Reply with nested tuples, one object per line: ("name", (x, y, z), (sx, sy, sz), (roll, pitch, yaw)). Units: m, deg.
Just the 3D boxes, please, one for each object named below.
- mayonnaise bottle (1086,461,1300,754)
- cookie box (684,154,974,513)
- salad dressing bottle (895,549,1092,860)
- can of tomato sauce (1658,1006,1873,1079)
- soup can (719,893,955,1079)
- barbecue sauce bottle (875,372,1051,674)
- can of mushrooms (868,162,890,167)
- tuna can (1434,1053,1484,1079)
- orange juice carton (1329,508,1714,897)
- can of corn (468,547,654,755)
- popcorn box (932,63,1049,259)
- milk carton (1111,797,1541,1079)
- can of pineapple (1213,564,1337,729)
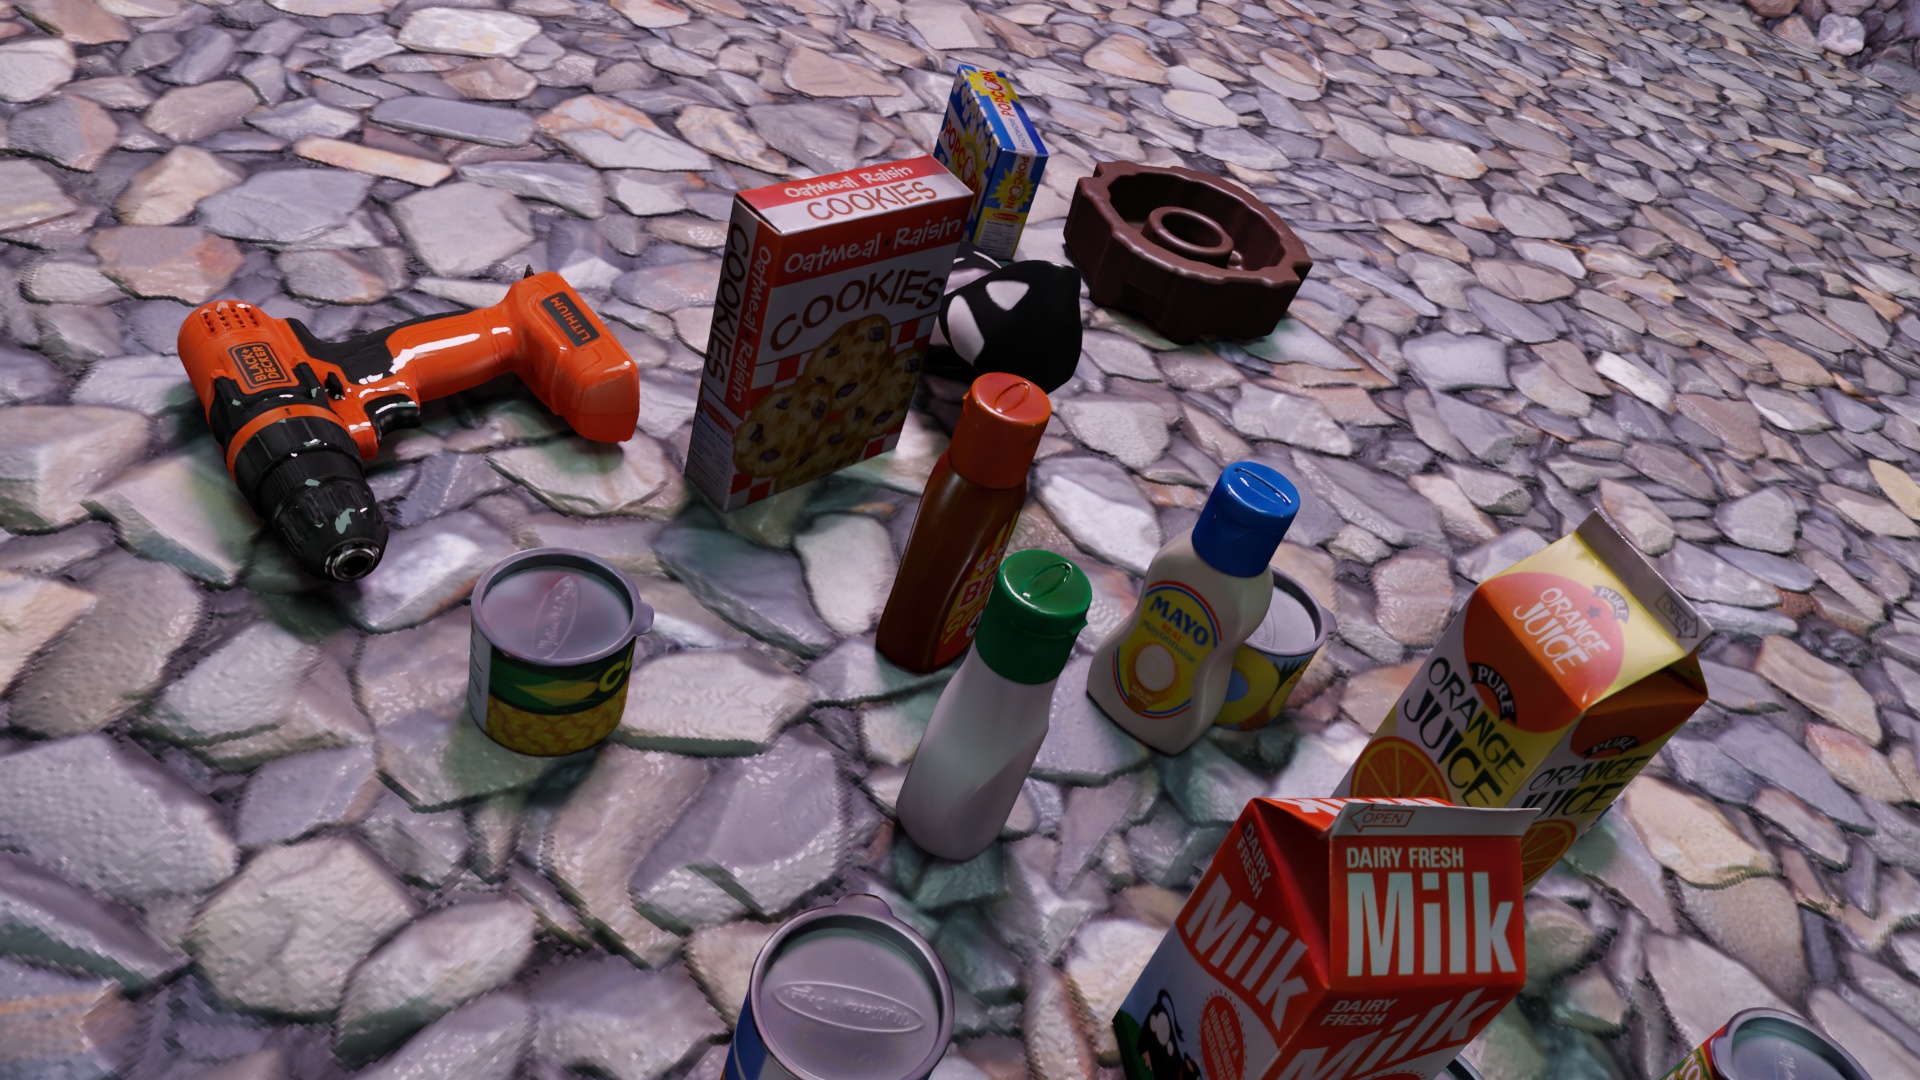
("mayonnaise bottle", (0.108, 0.030, 0.636), (0.065, 0.147, 0.041), (37, 43, 20))
("cookie box", (-0.069, -0.105, 0.703), (0.123, 0.166, 0.040), (-24, 56, -40))
("salad dressing bottle", (0.013, 0.068, 0.555), (0.044, 0.146, 0.064), (37, 42, 20))
("can of tomato sauce", (0.299, 0.231, 0.535), (0.071, 0.082, 0.071), (12, 40, -10))
("soup can", (-0.044, 0.171, 0.464), (0.071, 0.083, 0.072), (12, 40, -10))
("barbecue sauce bottle", (0.002, -0.008, 0.636), (0.044, 0.147, 0.065), (30, 41, 13))
("can of mushrooms", (-0.038, -0.230, 0.963), (0.071, 0.033, 0.071), (11, 40, -10))
("tuna can", (0.170, 0.222, 0.532), (0.071, 0.032, 0.071), (11, 40, -10))
("orange juice carton", (0.244, 0.079, 0.601), (0.073, 0.191, 0.072), (-2, 44, -24))
("can of corn", (-0.166, 0.047, 0.576), (0.071, 0.058, 0.071), (11, 40, -10))
("popcorn box", (0.018, -0.270, 0.991), (0.038, 0.084, 0.127), (2, 43, -20))
("milk carton", (0.121, 0.148, 0.474), (0.072, 0.189, 0.074), (4, 42, -18))
("can of pineapple", (0.143, 0.053, 0.694), (0.071, 0.057, 0.071), (11, 40, -10))
